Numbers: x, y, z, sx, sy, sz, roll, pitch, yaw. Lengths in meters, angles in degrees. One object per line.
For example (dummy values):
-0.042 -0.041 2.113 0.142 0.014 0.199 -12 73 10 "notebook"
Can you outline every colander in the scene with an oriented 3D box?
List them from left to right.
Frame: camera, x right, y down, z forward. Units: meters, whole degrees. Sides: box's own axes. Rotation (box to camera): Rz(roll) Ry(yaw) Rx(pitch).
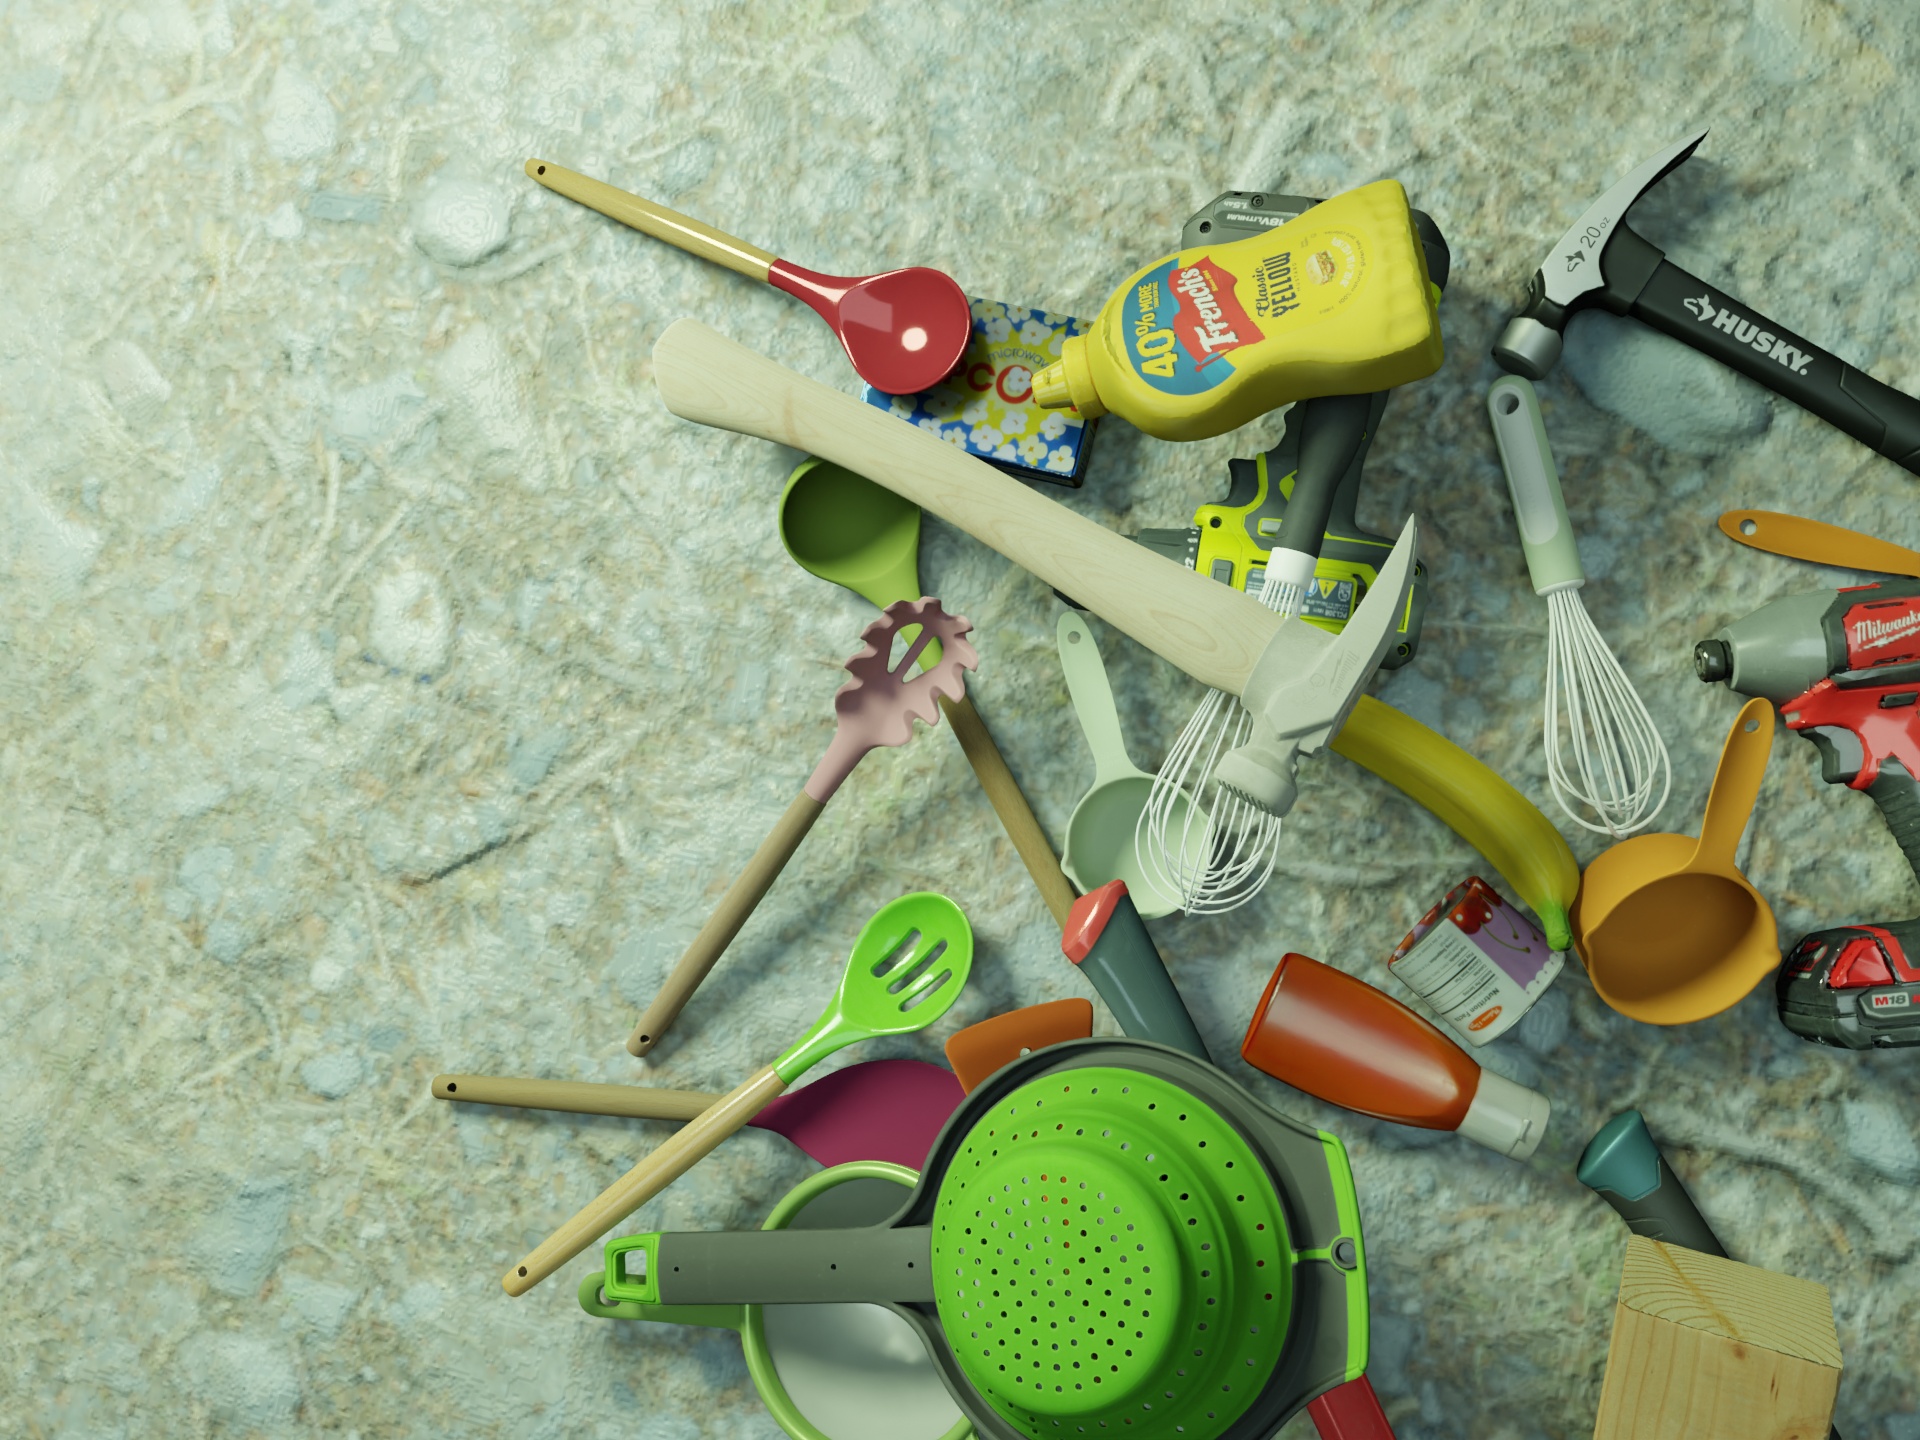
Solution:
-0.019 0.257 0.741 0.397 0.094 0.205 -9 76 22 "colander"

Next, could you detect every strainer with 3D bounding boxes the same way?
-0.082 0.310 0.849 0.256 0.069 0.151 -5 77 24 "strainer"

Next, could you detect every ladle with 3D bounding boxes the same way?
-0.123 -0.255 0.877 0.315 0.031 0.069 28 94 21 "ladle"
-0.001 -0.003 0.853 0.078 0.062 0.320 -29 85 9 "ladle"

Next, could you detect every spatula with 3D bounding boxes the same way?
0.068 0.307 0.830 0.081 0.041 0.323 -15 86 -8 "spatula"

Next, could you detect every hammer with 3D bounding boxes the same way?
0.016 -0.114 0.779 0.411 0.038 0.146 31 88 22 "hammer"
0.163 0.253 0.787 0.143 0.038 0.386 -21 81 -27 "hammer"
0.408 0.345 0.776 0.128 0.033 0.331 -33 82 7 "hammer"
0.451 -0.164 0.797 0.335 0.035 0.146 33 93 9 "hammer"

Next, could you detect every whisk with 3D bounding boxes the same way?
0.150 -0.042 0.765 0.070 0.070 0.284 17 90 10 "whisk"
0.307 -0.060 0.811 0.058 0.059 0.246 -18 79 36 "whisk"

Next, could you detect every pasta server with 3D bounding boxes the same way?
-0.093 0.063 0.846 0.060 0.040 0.316 34 104 -8 "pasta server"

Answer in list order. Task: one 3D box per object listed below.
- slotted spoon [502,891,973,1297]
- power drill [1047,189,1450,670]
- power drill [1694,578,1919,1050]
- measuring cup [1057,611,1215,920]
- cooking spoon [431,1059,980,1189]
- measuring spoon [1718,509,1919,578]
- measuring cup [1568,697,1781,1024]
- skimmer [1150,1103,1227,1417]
-0.118 0.204 0.852 0.314 0.031 0.070 -38 61 -3 "slotted spoon"
0.153 -0.147 0.825 0.190 0.080 0.228 9 91 9 "power drill"
0.443 0.042 0.768 0.143 0.078 0.220 -6 83 9 "power drill"
0.082 0.023 0.847 0.083 0.038 0.168 -17 82 8 "measuring cup"
-0.142 0.214 0.881 0.319 0.017 0.069 2 83 9 "cooking spoon"
0.445 -0.087 0.808 0.117 0.011 0.021 16 90 13 "measuring spoon"
0.349 0.060 0.762 0.095 0.052 0.173 6 113 -1 "measuring cup"
0.100 0.318 0.811 0.090 0.127 0.363 -20 70 36 "skimmer"
